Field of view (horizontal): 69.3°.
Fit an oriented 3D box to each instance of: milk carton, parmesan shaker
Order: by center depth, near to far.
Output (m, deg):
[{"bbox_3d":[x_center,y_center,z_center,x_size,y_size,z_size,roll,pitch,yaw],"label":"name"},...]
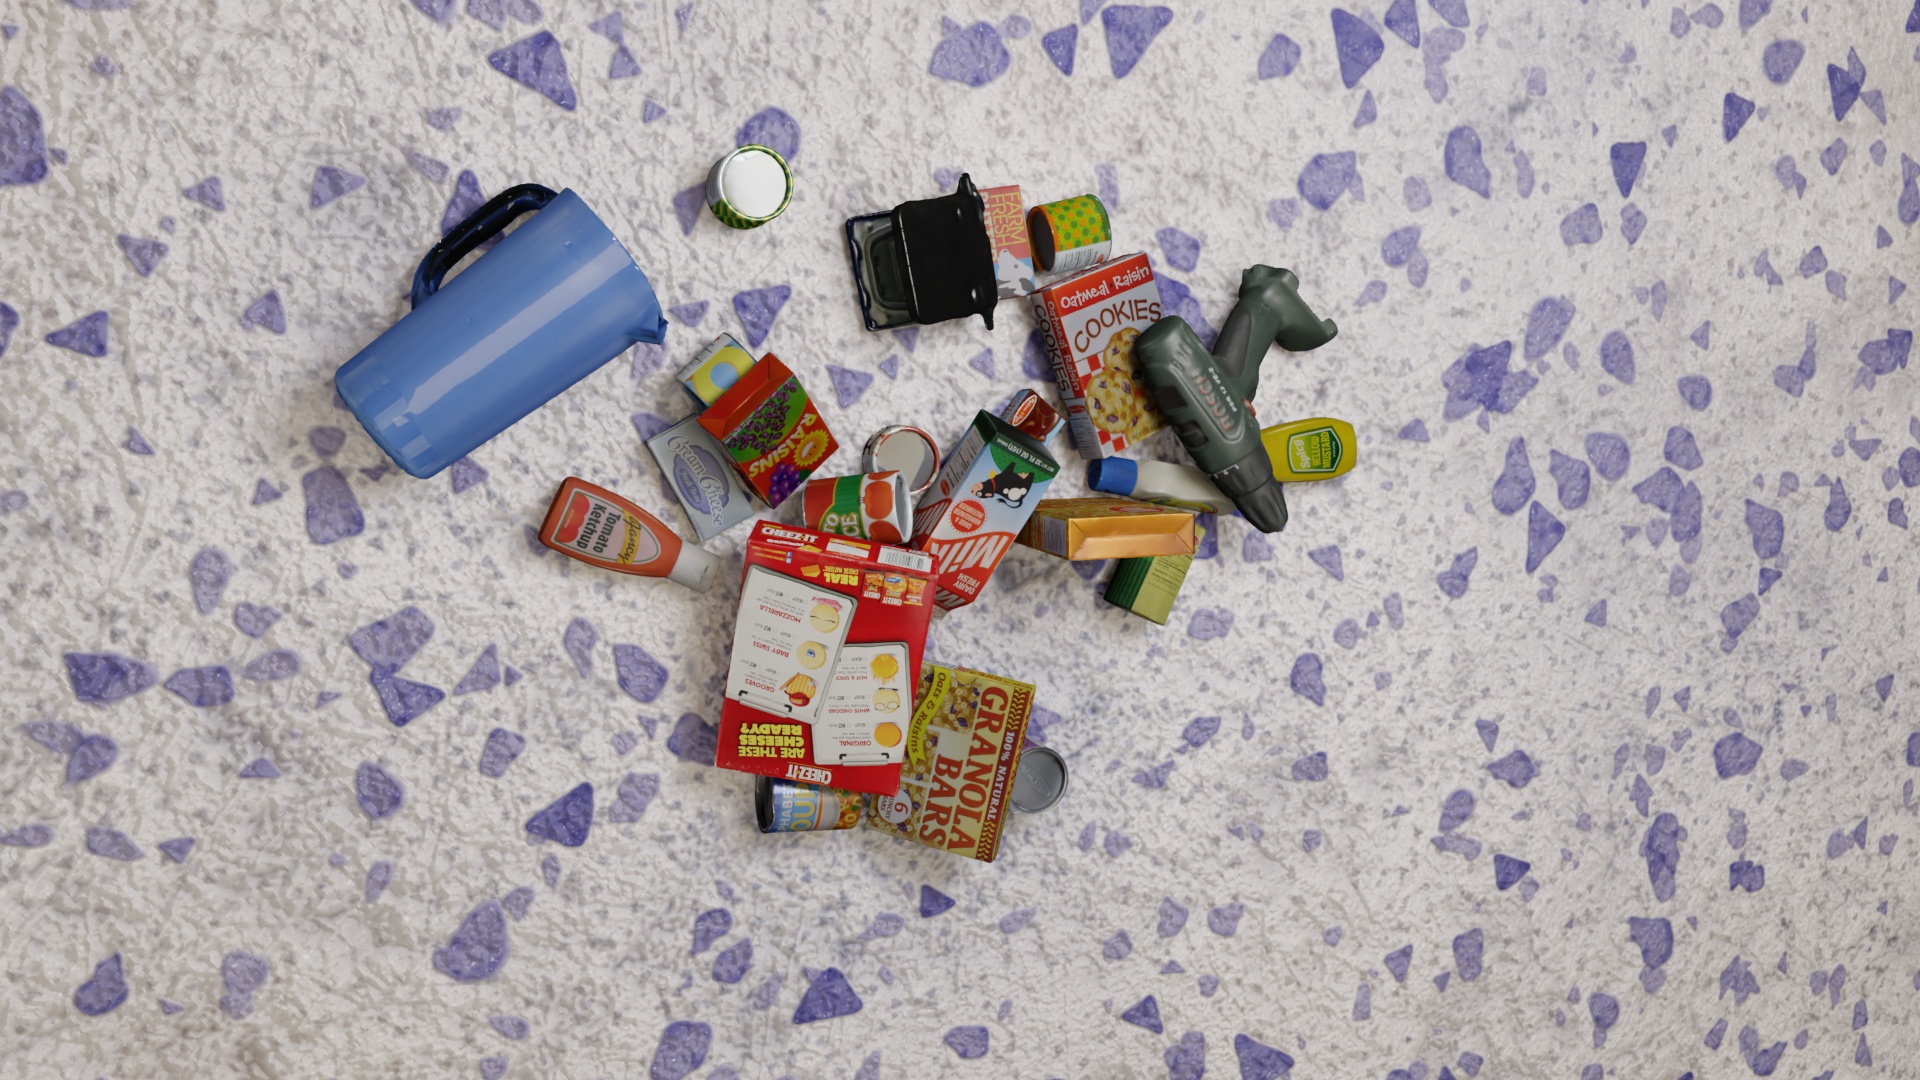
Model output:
[{"bbox_3d":[0.005,-0.016,1.267,0.072,0.074,0.190,28,104,-21],"label":"milk carton"},{"bbox_3d":[0.187,0.023,1.358,0.071,0.071,0.103,26,87,-21],"label":"parmesan shaker"}]

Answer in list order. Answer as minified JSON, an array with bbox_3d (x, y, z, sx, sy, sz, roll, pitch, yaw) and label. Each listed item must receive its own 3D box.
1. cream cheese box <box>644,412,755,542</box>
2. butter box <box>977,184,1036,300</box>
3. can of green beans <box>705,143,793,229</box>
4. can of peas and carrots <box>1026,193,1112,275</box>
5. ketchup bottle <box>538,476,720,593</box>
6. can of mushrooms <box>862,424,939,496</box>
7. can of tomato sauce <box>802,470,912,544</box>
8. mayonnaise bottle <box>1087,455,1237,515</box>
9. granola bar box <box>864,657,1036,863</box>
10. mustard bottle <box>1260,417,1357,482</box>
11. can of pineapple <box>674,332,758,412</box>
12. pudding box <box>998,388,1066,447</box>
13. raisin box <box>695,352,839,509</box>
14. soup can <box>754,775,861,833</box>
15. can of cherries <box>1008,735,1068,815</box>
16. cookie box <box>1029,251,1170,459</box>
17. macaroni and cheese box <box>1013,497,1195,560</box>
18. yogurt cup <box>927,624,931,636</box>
[{"bbox_3d":[-0.229,-0.055,1.217,0.053,0.024,0.103,-31,105,-15],"label":"cream cheese box"},{"bbox_3d":[0.036,-0.276,1.293,0.053,0.024,0.103,-13,100,-19],"label":"butter box"},{"bbox_3d":[-0.181,-0.303,1.191,0.071,0.058,0.071,-2,97,-20],"label":"can of green beans"},{"bbox_3d":[0.100,-0.287,1.295,0.059,0.071,0.070,-17,101,-18],"label":"can of peas and carrots"},{"bbox_3d":[-0.281,0.001,1.193,0.149,0.043,0.064,25,89,-22],"label":"ketchup bottle"},{"bbox_3d":[-0.053,-0.075,1.276,0.071,0.033,0.071,-2,96,-20],"label":"can of mushrooms"},{"bbox_3d":[-0.090,-0.024,1.230,0.083,0.071,0.071,-6,99,12],"label":"can of tomato sauce"},{"bbox_3d":[0.199,-0.055,1.358,0.148,0.064,0.041,9,81,-17],"label":"mayonnaise bottle"},{"bbox_3d":[-0.009,0.201,1.287,0.124,0.039,0.165,13,91,11],"label":"granola bar box"},{"bbox_3d":[0.324,-0.087,1.407,0.160,0.049,0.065,-9,96,-20],"label":"mustard bottle"},{"bbox_3d":[-0.201,-0.135,1.196,0.058,0.071,0.071,-44,108,-10],"label":"can of pineapple"},{"bbox_3d":[0.055,-0.097,1.315,0.049,0.030,0.084,39,82,-19],"label":"pudding box"},{"bbox_3d":[-0.163,-0.091,1.192,0.086,0.040,0.123,-46,151,-10],"label":"raisin box"},{"bbox_3d":[-0.137,0.231,1.256,0.084,0.071,0.071,2,95,-21],"label":"soup can"},{"bbox_3d":[0.060,0.225,1.336,0.071,0.058,0.071,-3,98,-21],"label":"can of cherries"},{"bbox_3d":[0.145,-0.177,1.323,0.123,0.040,0.167,-26,104,-30],"label":"cookie box"},{"bbox_3d":[0.120,-0.012,1.276,0.124,0.166,0.040,-2,97,-20],"label":"macaroni and cheese box"},{"bbox_3d":[-0.068,0.086,1.271,0.054,0.072,0.072,41,81,-11],"label":"yogurt cup"}]
